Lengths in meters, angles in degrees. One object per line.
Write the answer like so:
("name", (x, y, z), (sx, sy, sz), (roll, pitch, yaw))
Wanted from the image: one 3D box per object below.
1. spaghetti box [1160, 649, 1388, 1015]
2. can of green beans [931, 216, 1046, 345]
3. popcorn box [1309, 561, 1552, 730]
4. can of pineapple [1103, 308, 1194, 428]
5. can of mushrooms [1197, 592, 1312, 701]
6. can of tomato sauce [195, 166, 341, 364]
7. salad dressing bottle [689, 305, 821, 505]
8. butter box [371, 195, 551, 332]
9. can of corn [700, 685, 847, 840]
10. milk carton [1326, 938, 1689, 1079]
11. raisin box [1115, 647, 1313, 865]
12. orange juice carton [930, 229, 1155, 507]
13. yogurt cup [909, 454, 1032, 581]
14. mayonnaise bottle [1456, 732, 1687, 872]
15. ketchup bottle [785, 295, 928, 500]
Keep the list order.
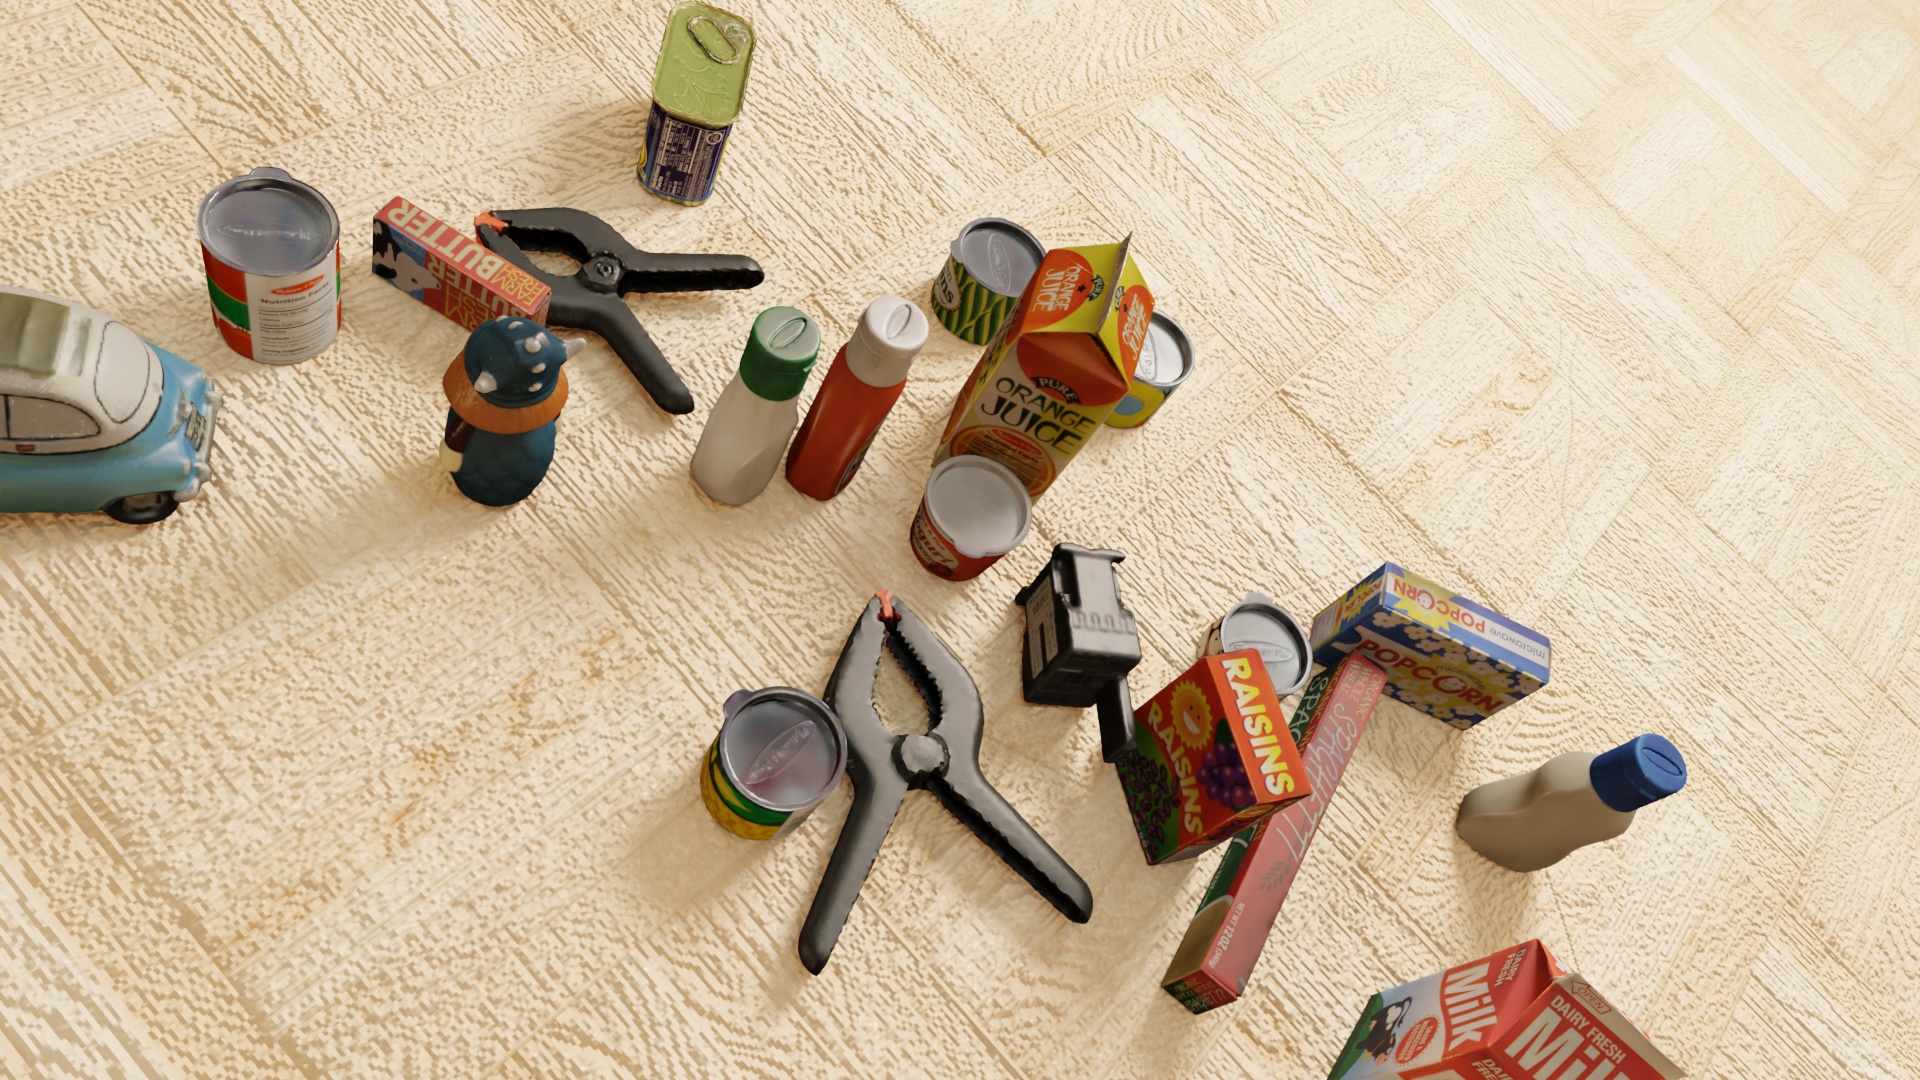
("spaghetti box", (0.191, 0.165, 0.824), (0.029, 0.050, 0.251), (37, 55, 0))
("can of green beans", (0.019, -0.175, 0.940), (0.071, 0.057, 0.071), (10, 59, -17))
("popcorn box", (0.304, 0.071, 0.904), (0.127, 0.084, 0.038), (25, 56, -8))
("can of pineapple", (0.116, -0.119, 0.949), (0.071, 0.057, 0.071), (10, 59, -17))
("can of mushrooms", (0.187, 0.071, 0.886), (0.071, 0.033, 0.071), (10, 59, -17))
("can of tomato sauce", (-0.369, -0.145, 0.744), (0.071, 0.082, 0.071), (10, 59, -17))
("salad dressing bottle", (-0.113, -0.073, 0.772), (0.044, 0.147, 0.064), (42, 55, 4))
("butter box", (-0.287, -0.149, 0.799), (0.103, 0.053, 0.024), (31, 55, -4))
("can of corn", (-0.100, 0.115, 0.724), (0.071, 0.058, 0.071), (10, 59, -17))
("milk carton", (0.278, 0.267, 0.717), (0.072, 0.189, 0.074), (42, 55, 4))
("raisin box", (0.136, 0.124, 0.780), (0.040, 0.122, 0.086), (-5, 64, -25))
("orange juice carton", (0.054, -0.102, 0.831), (0.073, 0.191, 0.072), (25, 56, -8))
("yogurt cup", (0.003, -0.011, 0.842), (0.072, 0.053, 0.073), (10, 59, -17))
("mayonnaise bottle", (0.372, 0.159, 0.844), (0.065, 0.147, 0.041), (32, 55, -4))
("ketchup bottle", (-0.060, -0.083, 0.799), (0.043, 0.148, 0.065), (29, 55, -5))
